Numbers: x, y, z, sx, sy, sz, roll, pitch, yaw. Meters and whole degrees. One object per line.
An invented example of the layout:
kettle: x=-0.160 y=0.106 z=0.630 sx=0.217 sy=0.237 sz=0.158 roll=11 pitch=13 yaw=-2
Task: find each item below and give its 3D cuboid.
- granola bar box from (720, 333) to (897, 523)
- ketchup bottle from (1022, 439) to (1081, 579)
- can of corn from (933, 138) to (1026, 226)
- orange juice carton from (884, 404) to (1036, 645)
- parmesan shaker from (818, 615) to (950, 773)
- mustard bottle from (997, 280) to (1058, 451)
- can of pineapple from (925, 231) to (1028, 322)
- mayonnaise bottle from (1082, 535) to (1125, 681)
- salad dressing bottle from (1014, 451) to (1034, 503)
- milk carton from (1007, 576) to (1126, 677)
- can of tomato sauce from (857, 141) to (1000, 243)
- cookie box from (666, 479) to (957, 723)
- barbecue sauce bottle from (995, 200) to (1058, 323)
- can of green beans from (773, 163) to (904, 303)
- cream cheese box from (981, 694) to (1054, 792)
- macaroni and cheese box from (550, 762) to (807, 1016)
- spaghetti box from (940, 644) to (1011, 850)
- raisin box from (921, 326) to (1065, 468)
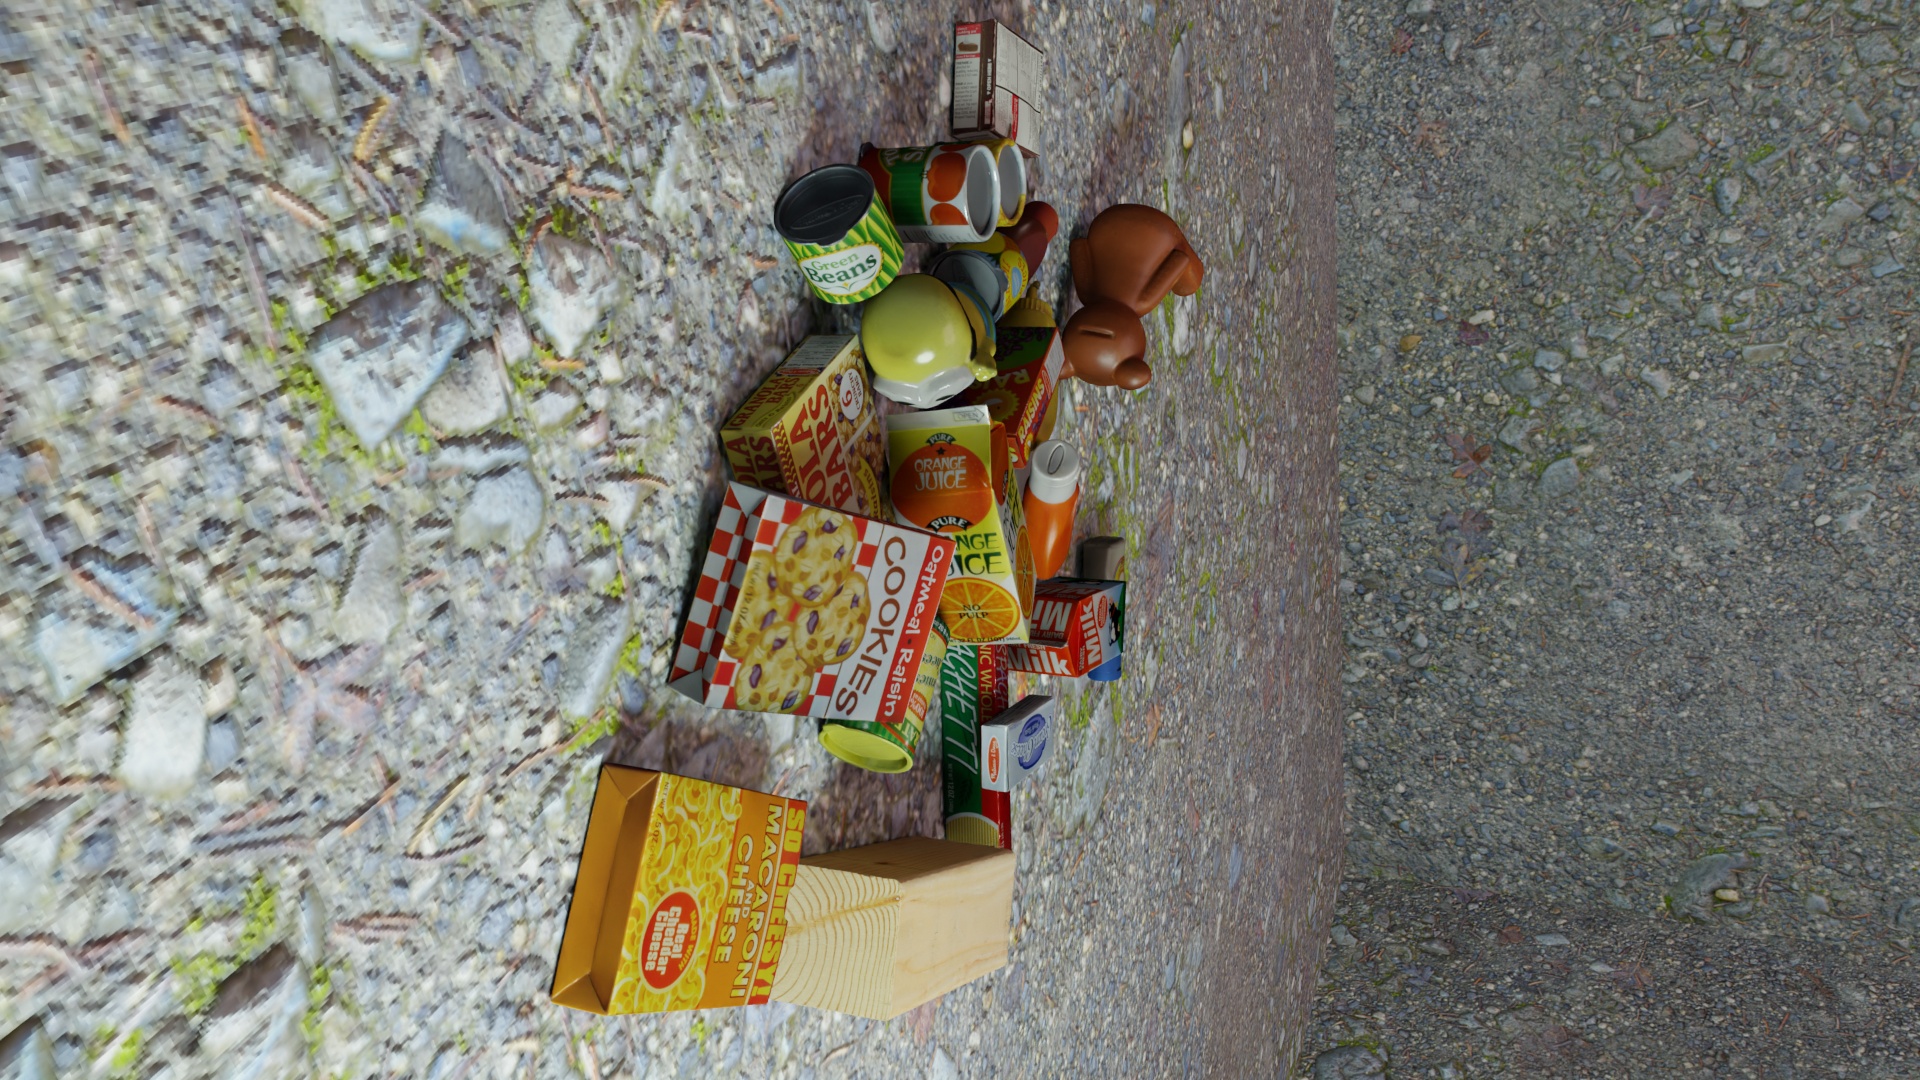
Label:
granola bar box: x=-0.089 y=-0.031 z=0.887 sx=0.125 sy=0.039 sz=0.164 roll=-58 pitch=144 yaw=-49
ketchup bottle: x=0.071 y=-0.027 z=1.102 sx=0.148 sy=0.043 sz=0.065 roll=93 pitch=17 yaw=-63
can of corn: x=0.012 y=-0.272 z=1.063 sx=0.071 sy=0.058 sz=0.071 roll=2 pitch=91 yaw=-67
orange juice carton: x=0.002 y=-0.016 z=0.973 sx=0.073 sy=0.072 sz=0.191 roll=-79 pitch=161 yaw=-46
parmesan shaker: x=-0.052 y=0.098 z=0.959 sx=0.071 sy=0.071 sz=0.103 roll=62 pitch=38 yaw=-51
mustard bottle: x=0.053 y=-0.154 z=1.176 sx=0.048 sy=0.065 sz=0.161 roll=56 pitch=37 yaw=-61
can of pineapple: x=0.014 y=-0.199 z=1.065 sx=0.058 sy=0.071 sz=0.070 roll=-51 pitch=139 yaw=-54
mayonnaise bottle: x=0.151 y=0.072 z=1.457 sx=0.065 sy=0.041 sz=0.147 roll=-25 pitch=115 yaw=-66
salad dressing bottle: x=0.049 y=-0.045 z=1.202 sx=0.064 sy=0.044 sz=0.147 roll=12 pitch=81 yaw=-59
milk carton: x=0.093 y=0.080 z=1.284 sx=0.191 sy=0.072 sz=0.073 roll=-11 pitch=104 yaw=-66
can of tomato sauce: x=-0.022 y=-0.240 z=0.957 sx=0.071 sy=0.083 sz=0.071 roll=3 pitch=91 yaw=-67
cookie box: x=-0.083 y=0.041 z=0.828 sx=0.167 sy=0.040 sz=0.123 roll=15 pitch=93 yaw=-50
barbecue sauce bottle: x=0.045 y=-0.240 z=1.161 sx=0.149 sy=0.044 sz=0.064 roll=-58 pitch=162 yaw=-49
can of green beans: x=-0.075 y=-0.190 z=0.865 sx=0.057 sy=0.071 sz=0.071 roll=61 pitch=40 yaw=-53
cream cheese box: x=0.048 y=0.162 z=1.122 sx=0.104 sy=0.024 sz=0.053 roll=-18 pitch=110 yaw=-64
macaroni and cheese box: x=-0.149 y=0.197 z=0.779 sx=0.166 sy=0.040 sz=0.124 roll=36 pitch=62 yaw=-63
spaghetti box: x=0.012 y=0.153 z=1.136 sx=0.029 sy=0.050 sz=0.249 roll=-27 pitch=118 yaw=-65
raisin box: x=0.024 y=-0.113 z=1.081 sx=0.040 sy=0.086 sz=0.124 roll=71 pitch=32 yaw=-46
